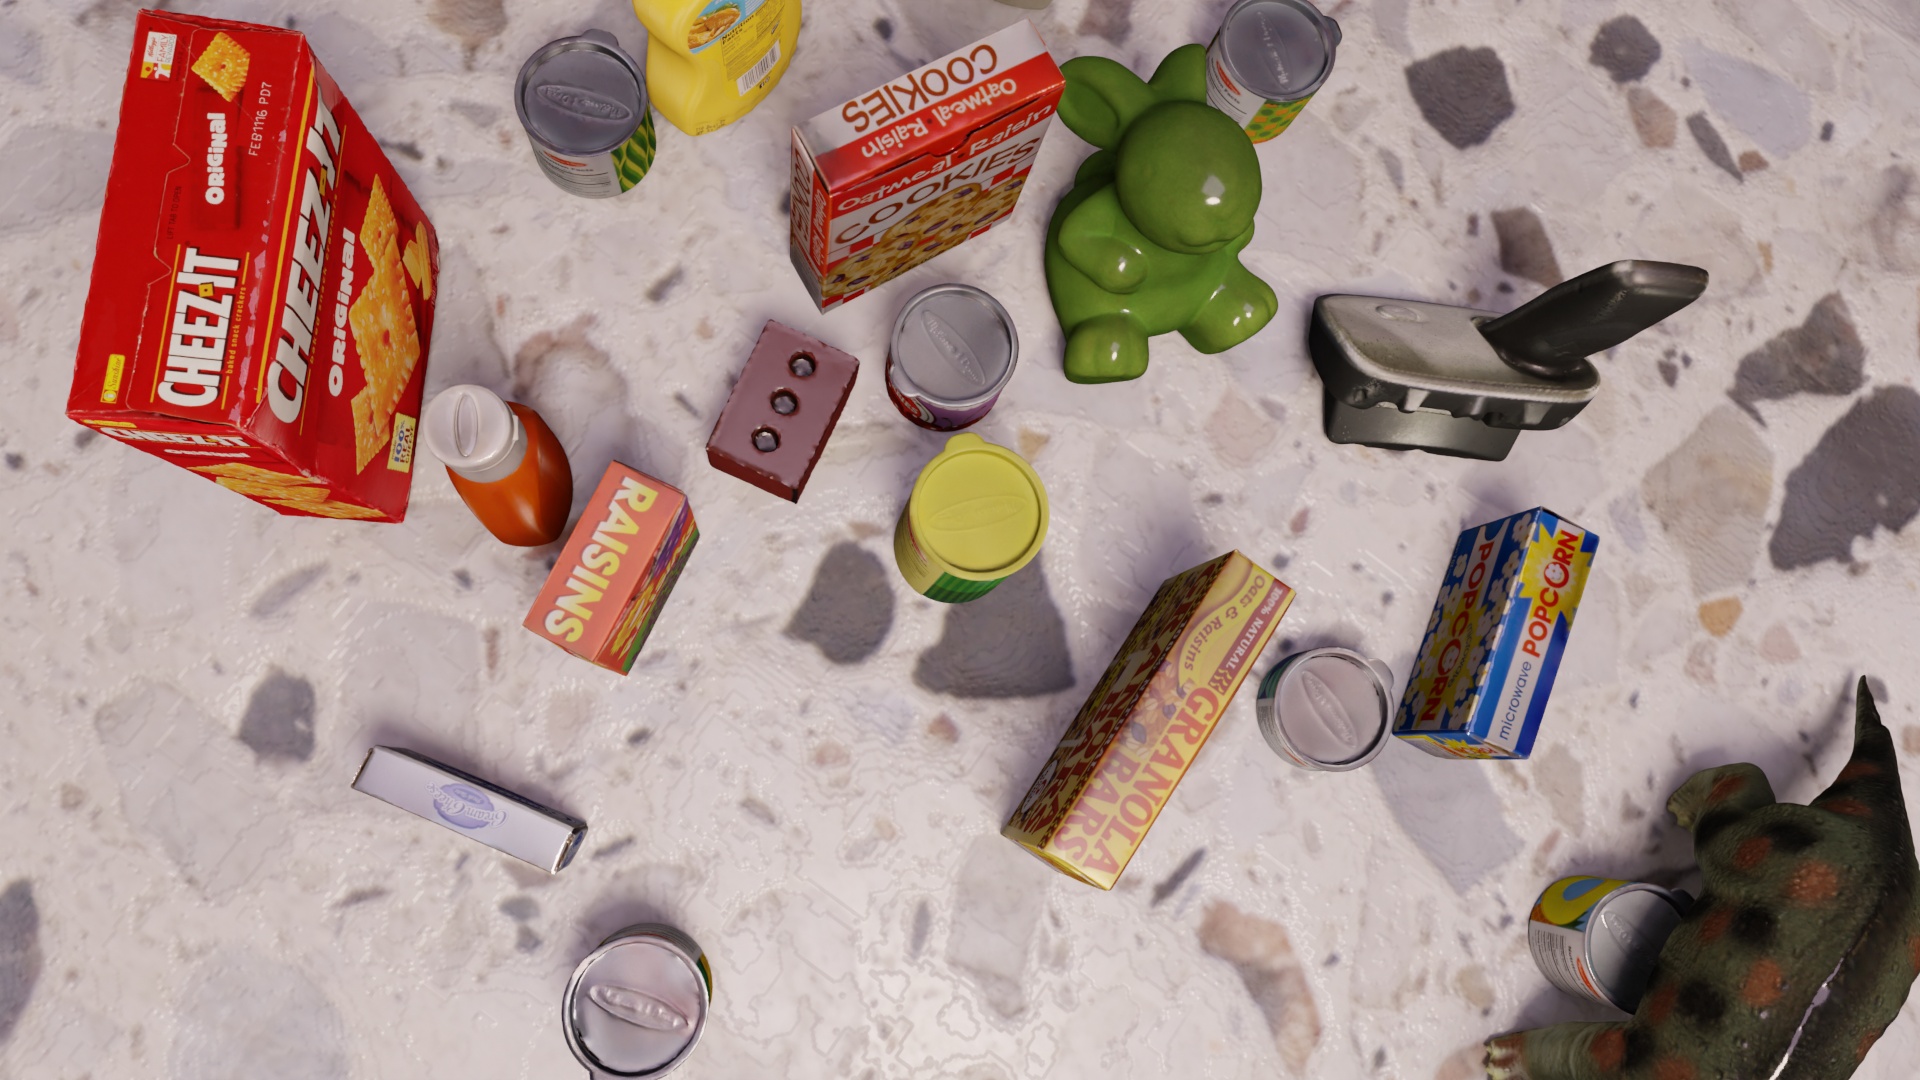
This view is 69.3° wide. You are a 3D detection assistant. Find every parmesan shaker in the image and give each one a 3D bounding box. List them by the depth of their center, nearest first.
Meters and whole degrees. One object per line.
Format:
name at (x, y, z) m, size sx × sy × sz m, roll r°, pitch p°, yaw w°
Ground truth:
parmesan shaker at (0.002, -0.009, 0.700) m, size 0.071 × 0.103 × 0.071 m, roll 1°, pitch 81°, yaw -7°

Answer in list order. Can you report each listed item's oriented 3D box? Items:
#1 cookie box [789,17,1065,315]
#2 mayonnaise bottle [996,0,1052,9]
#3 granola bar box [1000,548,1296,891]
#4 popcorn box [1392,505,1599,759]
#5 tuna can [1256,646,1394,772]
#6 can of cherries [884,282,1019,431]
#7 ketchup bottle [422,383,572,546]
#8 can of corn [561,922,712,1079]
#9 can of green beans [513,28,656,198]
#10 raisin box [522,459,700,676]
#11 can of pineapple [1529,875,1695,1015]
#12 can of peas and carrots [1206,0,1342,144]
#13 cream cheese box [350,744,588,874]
cookie box at (-0.022, -0.179, 0.692) m, size 0.123 × 0.167 × 0.040 m, roll -29°, pitch 86°, yaw -11°
mayonnaise bottle at (0.036, -0.340, 0.737) m, size 0.065 × 0.148 × 0.041 m, roll 20°, pitch 79°, yaw -4°
granola bar box at (0.089, 0.089, 0.684) m, size 0.039 × 0.124 × 0.166 m, roll 35°, pitch 78°, yaw -1°
popcorn box at (0.281, 0.052, 0.735) m, size 0.038 × 0.085 × 0.127 m, roll 24°, pitch 79°, yaw -3°
tuna can at (0.196, 0.089, 0.745) m, size 0.071 × 0.032 × 0.071 m, roll 1°, pitch 81°, yaw -7°
can of cherries at (-0.009, -0.094, 0.736) m, size 0.071 × 0.058 × 0.071 m, roll 1°, pitch 81°, yaw -7°
ketchup bottle at (-0.215, -0.038, 0.653) m, size 0.043 × 0.148 × 0.065 m, roll -3°, pitch 82°, yaw -8°
can of corn at (-0.154, 0.222, 0.664) m, size 0.071 × 0.058 × 0.071 m, roll 1°, pitch 81°, yaw -7°
can of green beans at (-0.196, -0.222, 0.733) m, size 0.071 × 0.057 × 0.071 m, roll 1°, pitch 81°, yaw -7°
raisin box at (-0.162, 0.017, 0.664) m, size 0.040 × 0.123 × 0.086 m, roll 27°, pitch 79°, yaw -2°
can of pineapple at (0.345, 0.211, 0.731) m, size 0.071 × 0.057 × 0.071 m, roll 1°, pitch 81°, yaw -7°
can of peas and carrots at (0.173, -0.268, 0.788) m, size 0.071 × 0.058 × 0.071 m, roll 1°, pitch 81°, yaw -7°
cream cheese box at (-0.234, 0.129, 0.671) m, size 0.104 × 0.053 × 0.024 m, roll 24°, pitch 79°, yaw -3°
